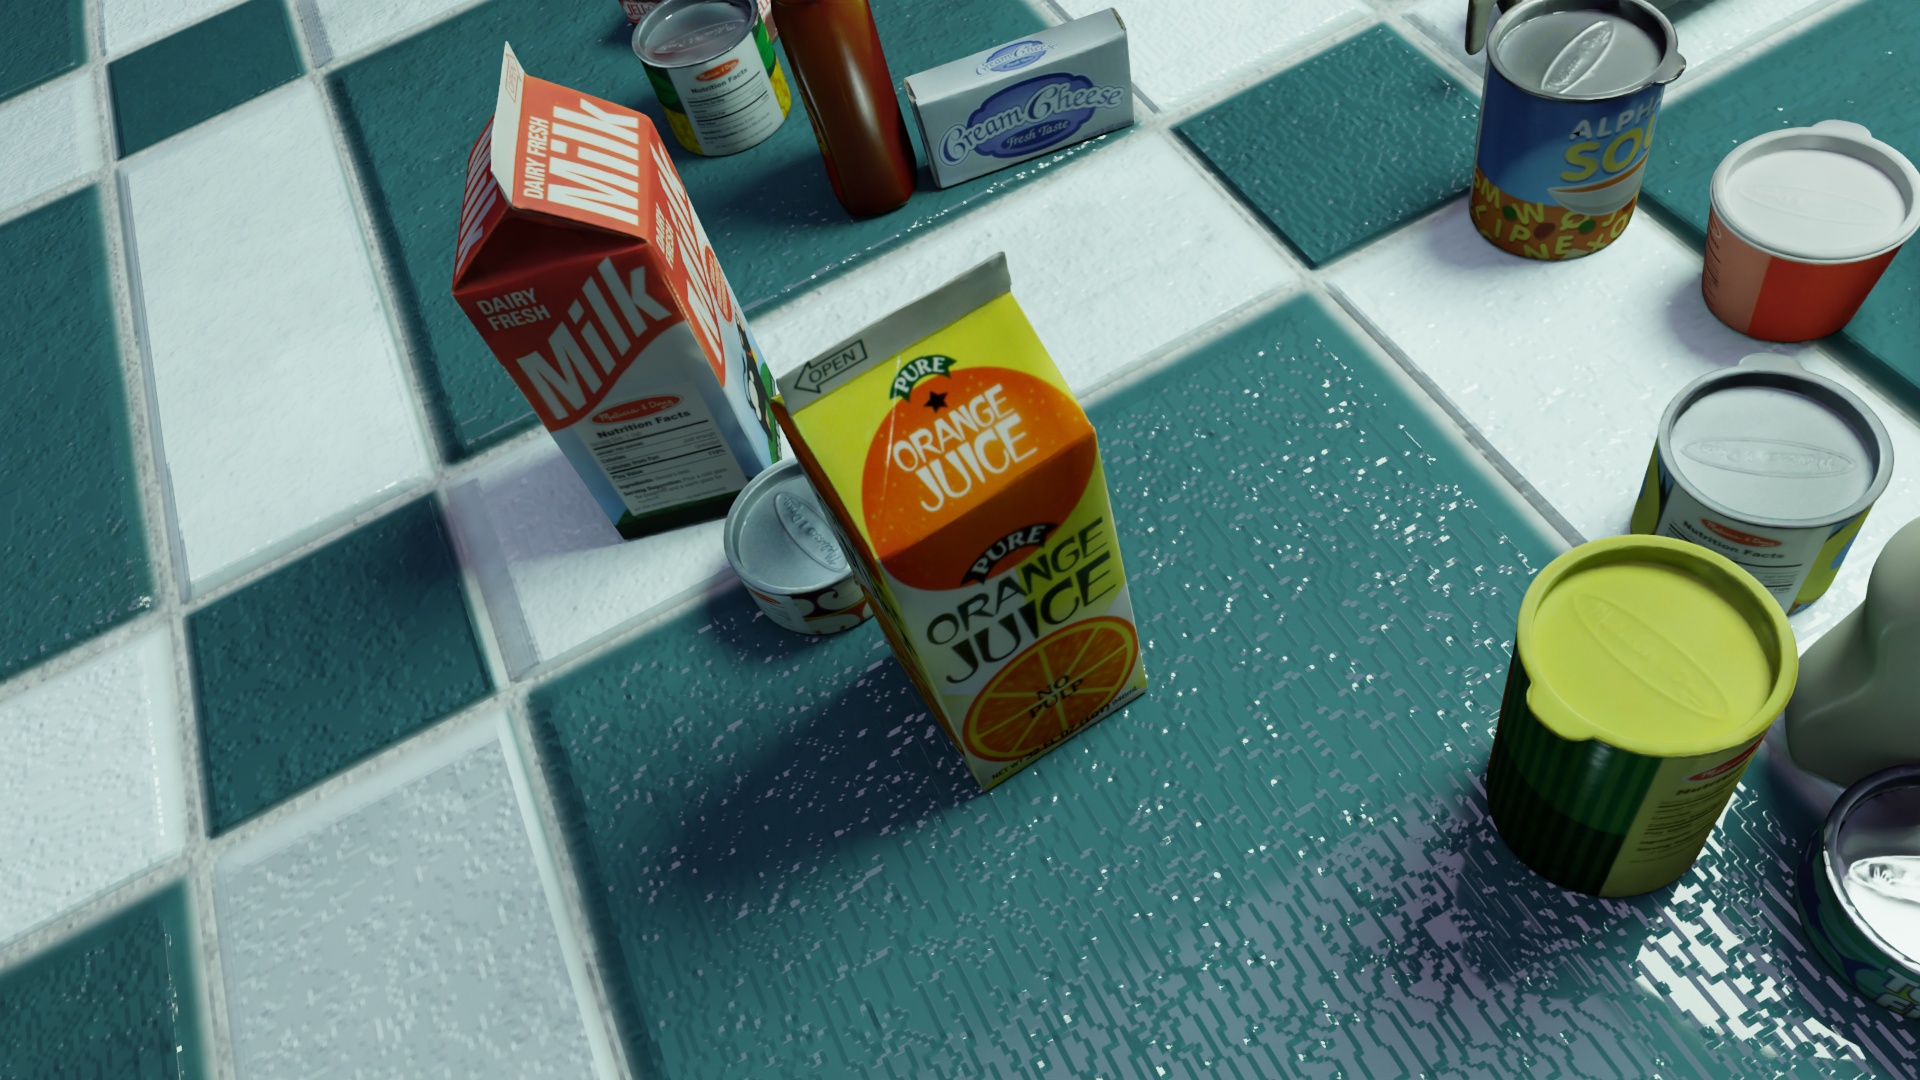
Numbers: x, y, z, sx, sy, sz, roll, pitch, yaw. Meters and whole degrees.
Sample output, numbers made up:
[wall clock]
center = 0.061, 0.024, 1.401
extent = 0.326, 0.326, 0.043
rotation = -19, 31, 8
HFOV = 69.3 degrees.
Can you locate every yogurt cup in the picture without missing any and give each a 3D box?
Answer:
[yogurt cup]
center = 0.311, -0.111, 0.516
extent = 0.072, 0.053, 0.073
rotation = -7, 54, 10

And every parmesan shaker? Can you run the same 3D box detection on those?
[parmesan shaker]
center = 0.187, 0.055, 0.400
extent = 0.071, 0.102, 0.071
rotation = -7, 55, 10

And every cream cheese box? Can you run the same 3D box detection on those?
[cream cheese box]
center = 0.030, -0.207, 0.654
extent = 0.104, 0.053, 0.024
rotation = -19, 53, 1

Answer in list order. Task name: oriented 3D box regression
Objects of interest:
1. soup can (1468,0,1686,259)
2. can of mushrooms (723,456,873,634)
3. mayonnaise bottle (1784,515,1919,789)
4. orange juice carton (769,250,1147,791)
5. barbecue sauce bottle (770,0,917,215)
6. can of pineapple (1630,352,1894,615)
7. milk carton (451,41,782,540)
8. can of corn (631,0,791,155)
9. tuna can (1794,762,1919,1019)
[soup can]
center = 0.242, -0.162, 0.551
extent = 0.071, 0.083, 0.072
rotation = -7, 54, 10
[can of mushrooms]
center = -0.054, 0.000, 0.542
extent = 0.071, 0.033, 0.071
rotation = -7, 54, 9
[mayonnaise bottle]
center = 0.274, 0.022, 0.373
extent = 0.065, 0.147, 0.041
rotation = 9, 59, 20
[orange juice carton]
center = 0.002, -0.005, 0.433
extent = 0.072, 0.191, 0.073
rotation = -31, 54, -8
[barbecue sauce bottle]
center = -0.057, -0.221, 0.627
extent = 0.044, 0.148, 0.065
rotation = -15, 54, 4
[can of pineapple]
center = 0.262, -0.016, 0.459
extent = 0.071, 0.057, 0.071
rotation = -7, 54, 10
[milk carton]
center = -0.131, -0.088, 0.526
extent = 0.073, 0.189, 0.073
rotation = -14, 54, 5
[can of corn]
center = -0.127, -0.243, 0.716
extent = 0.071, 0.058, 0.071
rotation = -7, 54, 10
[tuna can]
center = 0.274, 0.101, 0.389
extent = 0.071, 0.032, 0.071
rotation = -7, 54, 9
